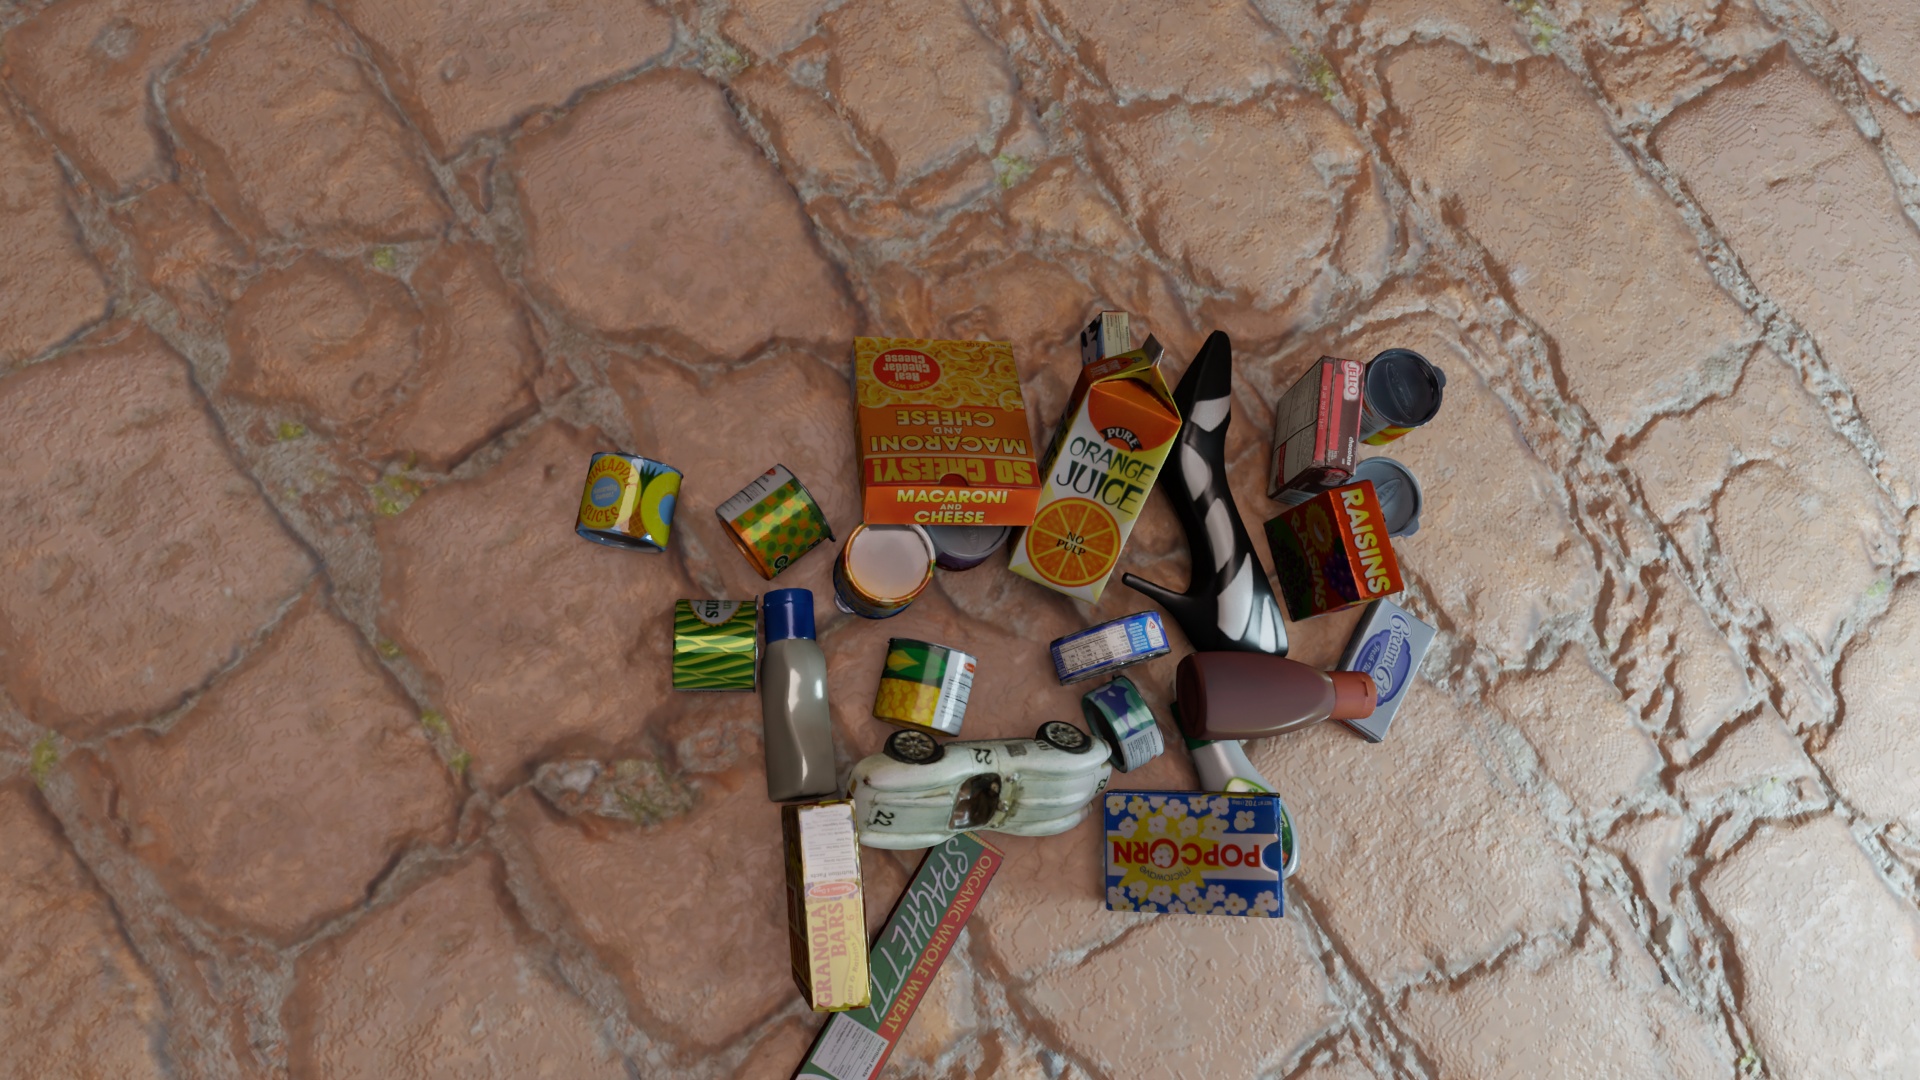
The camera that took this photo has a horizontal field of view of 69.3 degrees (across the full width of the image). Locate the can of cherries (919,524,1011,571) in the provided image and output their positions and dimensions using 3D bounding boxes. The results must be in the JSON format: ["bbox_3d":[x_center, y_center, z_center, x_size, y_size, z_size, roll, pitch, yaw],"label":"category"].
[{"bbox_3d":[0.004,-0.013,1.038,0.071,0.058,0.071,2,78,-9],"label":"can of cherries"}]

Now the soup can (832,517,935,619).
[{"bbox_3d":[-0.058,0.022,1.006,0.071,0.083,0.071,2,79,-9],"label":"soup can"}]

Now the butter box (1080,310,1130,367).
[{"bbox_3d":[0.116,-0.122,1.082,0.024,0.053,0.103,-2,80,-13],"label":"butter box"}]

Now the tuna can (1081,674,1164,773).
[{"bbox_3d":[0.118,0.134,1.025,0.033,0.071,0.071,-26,84,-12],"label":"tuna can"}]

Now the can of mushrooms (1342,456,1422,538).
[{"bbox_3d":[0.333,-0.030,1.111,0.071,0.033,0.071,2,78,-10],"label":"can of mushrooms"}]

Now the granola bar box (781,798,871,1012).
[{"bbox_3d":[-0.090,0.235,0.916,0.039,0.165,0.124,-3,80,-11],"label":"granola bar box"}]

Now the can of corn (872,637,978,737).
[{"bbox_3d":[-0.028,0.106,1.005,0.071,0.071,0.058,15,77,-7],"label":"can of corn"}]

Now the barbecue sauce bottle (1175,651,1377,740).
[{"bbox_3d":[0.235,0.114,1.026,0.149,0.043,0.065,2,69,-18],"label":"barbecue sauce bottle"}]

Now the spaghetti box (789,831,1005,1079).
[{"bbox_3d":[-0.052,0.316,0.976,0.050,0.028,0.251,33,75,-2],"label":"spaghetti box"}]

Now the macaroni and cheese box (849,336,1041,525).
[{"bbox_3d":[-0.015,-0.083,1.014,0.124,0.040,0.167,0,45,-9],"label":"macaroni and cheese box"}]

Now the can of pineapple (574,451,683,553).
[{"bbox_3d":[-0.238,-0.027,0.992,0.071,0.071,0.058,12,77,-7],"label":"can of pineapple"}]

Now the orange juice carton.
[{"bbox_3d":[0.103,-0.059,1.013,0.073,0.072,0.192,22,107,-5],"label":"orange juice carton"}]

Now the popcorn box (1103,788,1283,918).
[{"bbox_3d":[0.168,0.224,1.001,0.127,0.038,0.085,-2,84,15],"label":"popcorn box"}]

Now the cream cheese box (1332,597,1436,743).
[{"bbox_3d":[0.326,0.101,1.088,0.053,0.024,0.104,32,75,-3],"label":"cream cheese box"}]

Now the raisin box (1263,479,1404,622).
[{"bbox_3d":[0.280,0.011,1.047,0.040,0.123,0.086,-12,81,-11],"label":"raisin box"}]

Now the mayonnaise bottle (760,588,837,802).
[{"bbox_3d":[-0.118,0.109,0.991,0.041,0.064,0.148,3,73,-31],"label":"mayonnaise bottle"}]

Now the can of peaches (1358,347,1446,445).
[{"bbox_3d":[0.346,-0.115,1.118,0.071,0.058,0.071,2,78,-10],"label":"can of peaches"}]

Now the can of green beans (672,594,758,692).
[{"bbox_3d":[-0.173,0.075,0.985,0.058,0.071,0.071,2,79,-9],"label":"can of green beans"}]

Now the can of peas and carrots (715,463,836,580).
[{"bbox_3d":[-0.135,-0.011,1.009,0.059,0.071,0.071,-37,87,-14],"label":"can of peas and carrots"}]

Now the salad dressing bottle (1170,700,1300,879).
[{"bbox_3d":[0.203,0.184,1.040,0.064,0.044,0.148,-23,81,-4],"label":"salad dressing bottle"}]
